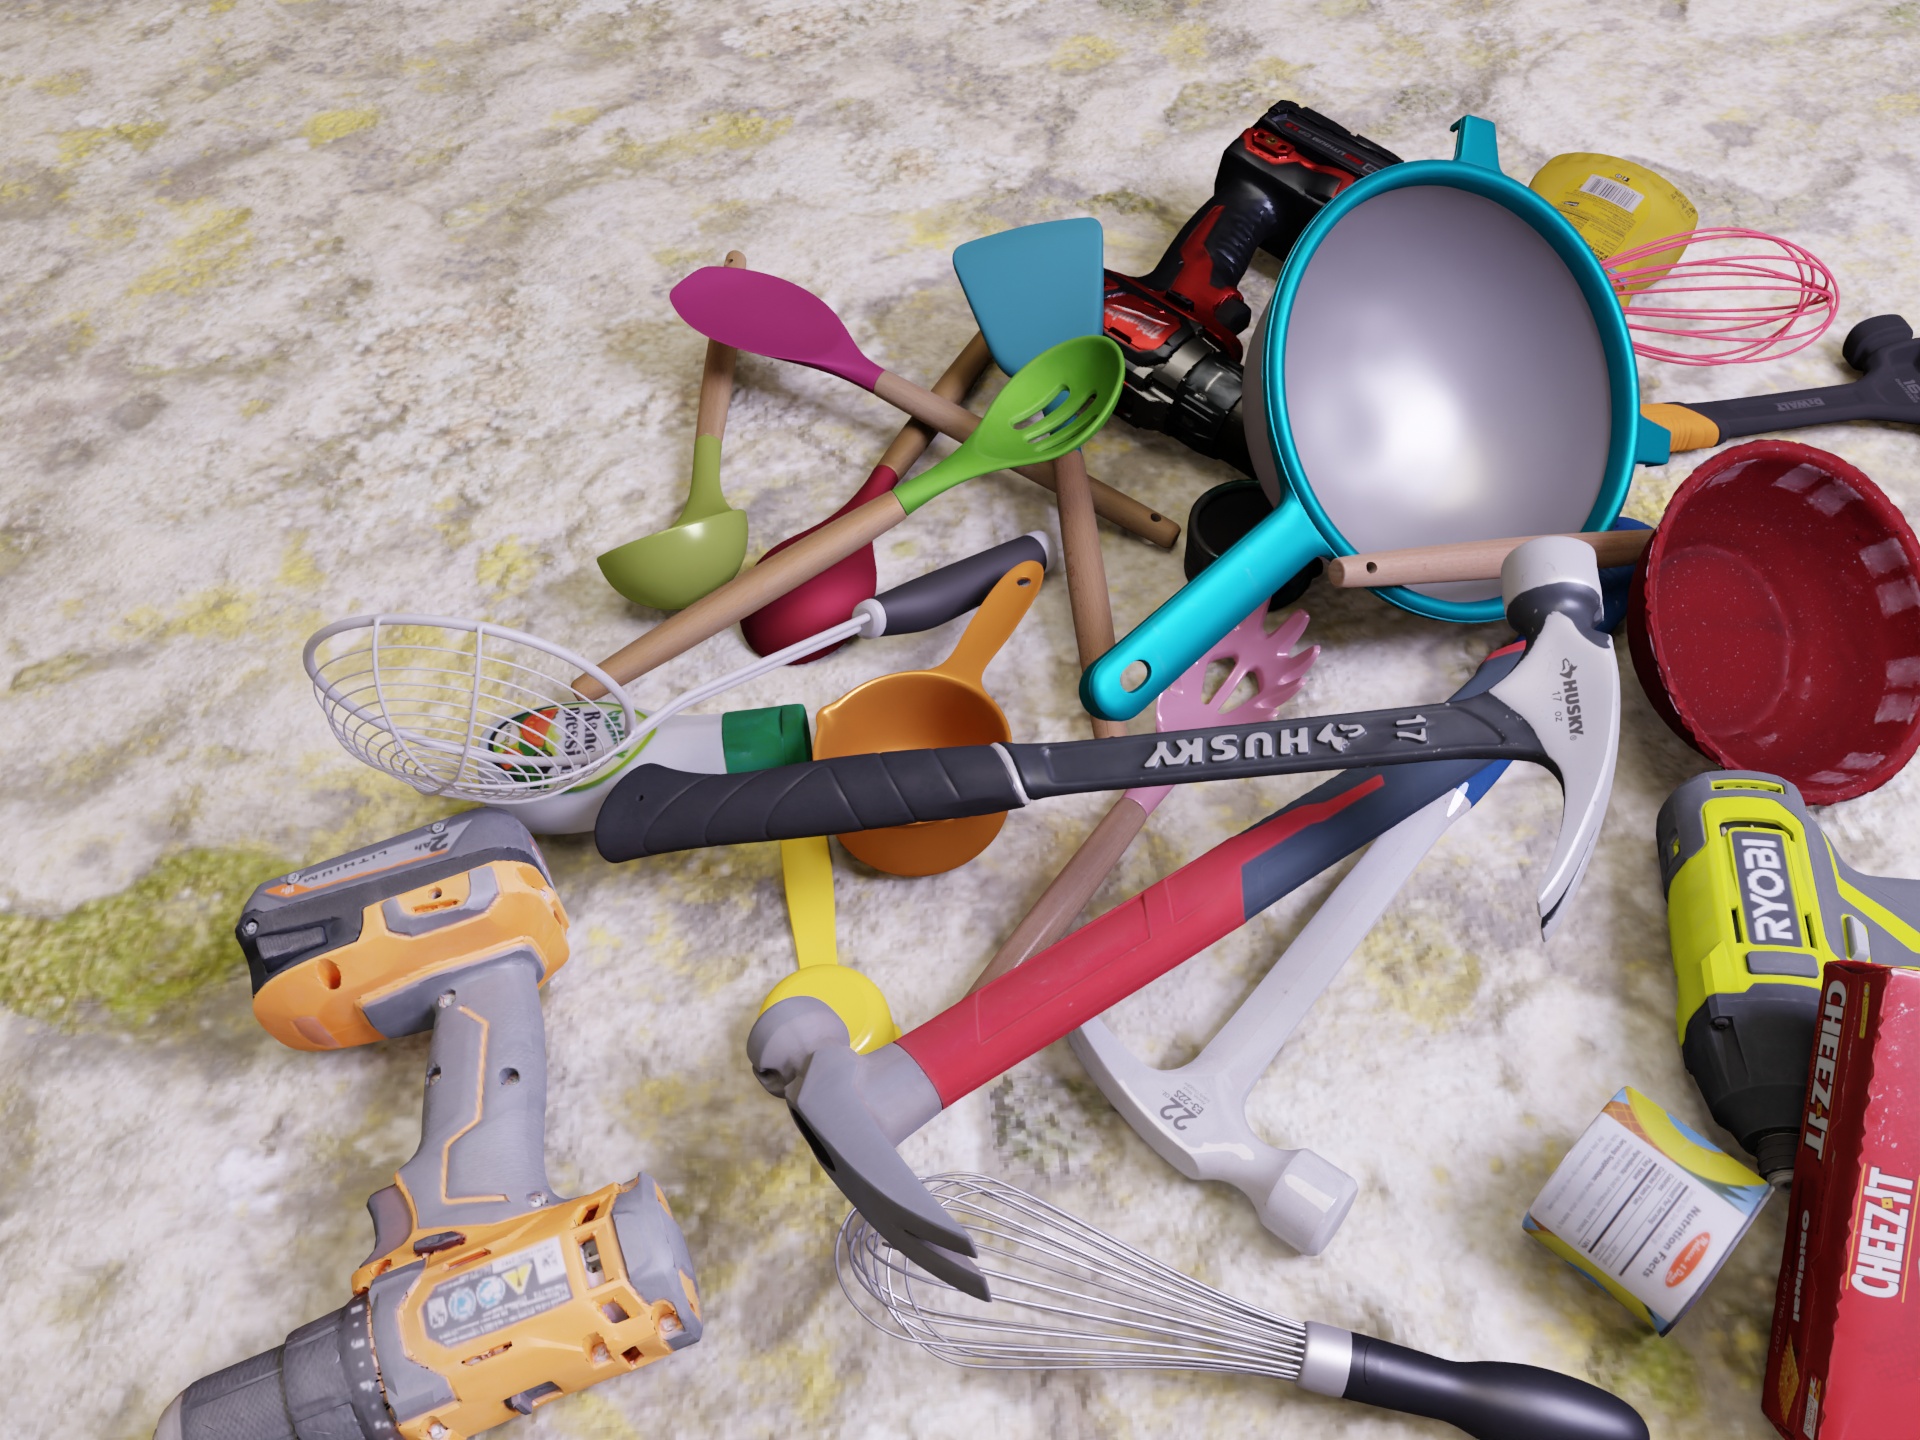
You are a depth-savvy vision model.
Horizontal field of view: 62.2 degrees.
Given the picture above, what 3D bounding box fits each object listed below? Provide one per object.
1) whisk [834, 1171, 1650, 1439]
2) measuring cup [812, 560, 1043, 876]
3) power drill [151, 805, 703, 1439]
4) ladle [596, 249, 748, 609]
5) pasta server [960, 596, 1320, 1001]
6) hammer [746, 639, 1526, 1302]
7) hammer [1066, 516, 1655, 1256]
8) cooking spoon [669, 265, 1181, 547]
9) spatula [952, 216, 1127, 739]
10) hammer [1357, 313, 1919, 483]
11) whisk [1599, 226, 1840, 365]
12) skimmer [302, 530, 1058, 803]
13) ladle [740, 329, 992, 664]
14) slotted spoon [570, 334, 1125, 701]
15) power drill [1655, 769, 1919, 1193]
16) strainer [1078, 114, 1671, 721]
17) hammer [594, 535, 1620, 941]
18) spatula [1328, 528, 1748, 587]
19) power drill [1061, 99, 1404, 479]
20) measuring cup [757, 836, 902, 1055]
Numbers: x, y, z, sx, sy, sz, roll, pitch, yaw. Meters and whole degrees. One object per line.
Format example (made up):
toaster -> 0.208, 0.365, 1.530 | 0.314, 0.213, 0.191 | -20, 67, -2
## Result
whisk -> 0.094, 0.215, 0.553 | 0.284, 0.070, 0.070 | 12, 53, 8
measuring cup -> -0.001, -0.002, 0.735 | 0.095, 0.052, 0.174 | 19, 53, 18
power drill -> -0.215, 0.161, 0.601 | 0.185, 0.084, 0.226 | -20, 57, -10
ladle -> -0.144, -0.179, 0.886 | 0.078, 0.062, 0.320 | -17, 46, 17
pasta server -> 0.062, 0.053, 0.687 | 0.060, 0.040, 0.316 | 34, 58, 12
hammer -> 0.116, 0.068, 0.611 | 0.386, 0.038, 0.143 | -28, 34, -21
hammer -> 0.202, 0.036, 0.700 | 0.144, 0.035, 0.405 | 32, 59, 25
cooking spoon -> -0.022, -0.172, 0.863 | 0.319, 0.017, 0.069 | 30, 53, 14
spatula -> 0.054, -0.118, 0.799 | 0.082, 0.044, 0.318 | -10, 61, 6
hammer -> 0.366, -0.148, 0.840 | 0.337, 0.034, 0.127 | -8, 50, -2
whisk -> 0.310, -0.219, 0.831 | 0.296, 0.073, 0.073 | -1, 51, 2
skimmer -> -0.100, -0.052, 0.710 | 0.363, 0.127, 0.090 | -26, 86, -38
ladle -> -0.028, -0.149, 0.873 | 0.069, 0.031, 0.315 | 19, 53, 16
slotted spoon -> -0.053, -0.094, 0.779 | 0.314, 0.031, 0.070 | -31, 47, -3
power drill -> 0.394, 0.106, 0.609 | 0.223, 0.080, 0.171 | 3, 51, 11
strainer -> 0.166, -0.110, 0.742 | 0.340, 0.095, 0.211 | -40, 104, -17
hammer -> 0.038, 0.024, 0.617 | 0.409, 0.036, 0.149 | -7, 55, 20
spatula -> 0.303, -0.077, 0.737 | 0.315, 0.018, 0.060 | -6, 87, -23
power drill -> 0.171, -0.236, 0.898 | 0.188, 0.080, 0.227 | 38, 66, 21
measuring cup -> -0.063, 0.088, 0.678 | 0.062, 0.029, 0.157 | -9, 53, -4
